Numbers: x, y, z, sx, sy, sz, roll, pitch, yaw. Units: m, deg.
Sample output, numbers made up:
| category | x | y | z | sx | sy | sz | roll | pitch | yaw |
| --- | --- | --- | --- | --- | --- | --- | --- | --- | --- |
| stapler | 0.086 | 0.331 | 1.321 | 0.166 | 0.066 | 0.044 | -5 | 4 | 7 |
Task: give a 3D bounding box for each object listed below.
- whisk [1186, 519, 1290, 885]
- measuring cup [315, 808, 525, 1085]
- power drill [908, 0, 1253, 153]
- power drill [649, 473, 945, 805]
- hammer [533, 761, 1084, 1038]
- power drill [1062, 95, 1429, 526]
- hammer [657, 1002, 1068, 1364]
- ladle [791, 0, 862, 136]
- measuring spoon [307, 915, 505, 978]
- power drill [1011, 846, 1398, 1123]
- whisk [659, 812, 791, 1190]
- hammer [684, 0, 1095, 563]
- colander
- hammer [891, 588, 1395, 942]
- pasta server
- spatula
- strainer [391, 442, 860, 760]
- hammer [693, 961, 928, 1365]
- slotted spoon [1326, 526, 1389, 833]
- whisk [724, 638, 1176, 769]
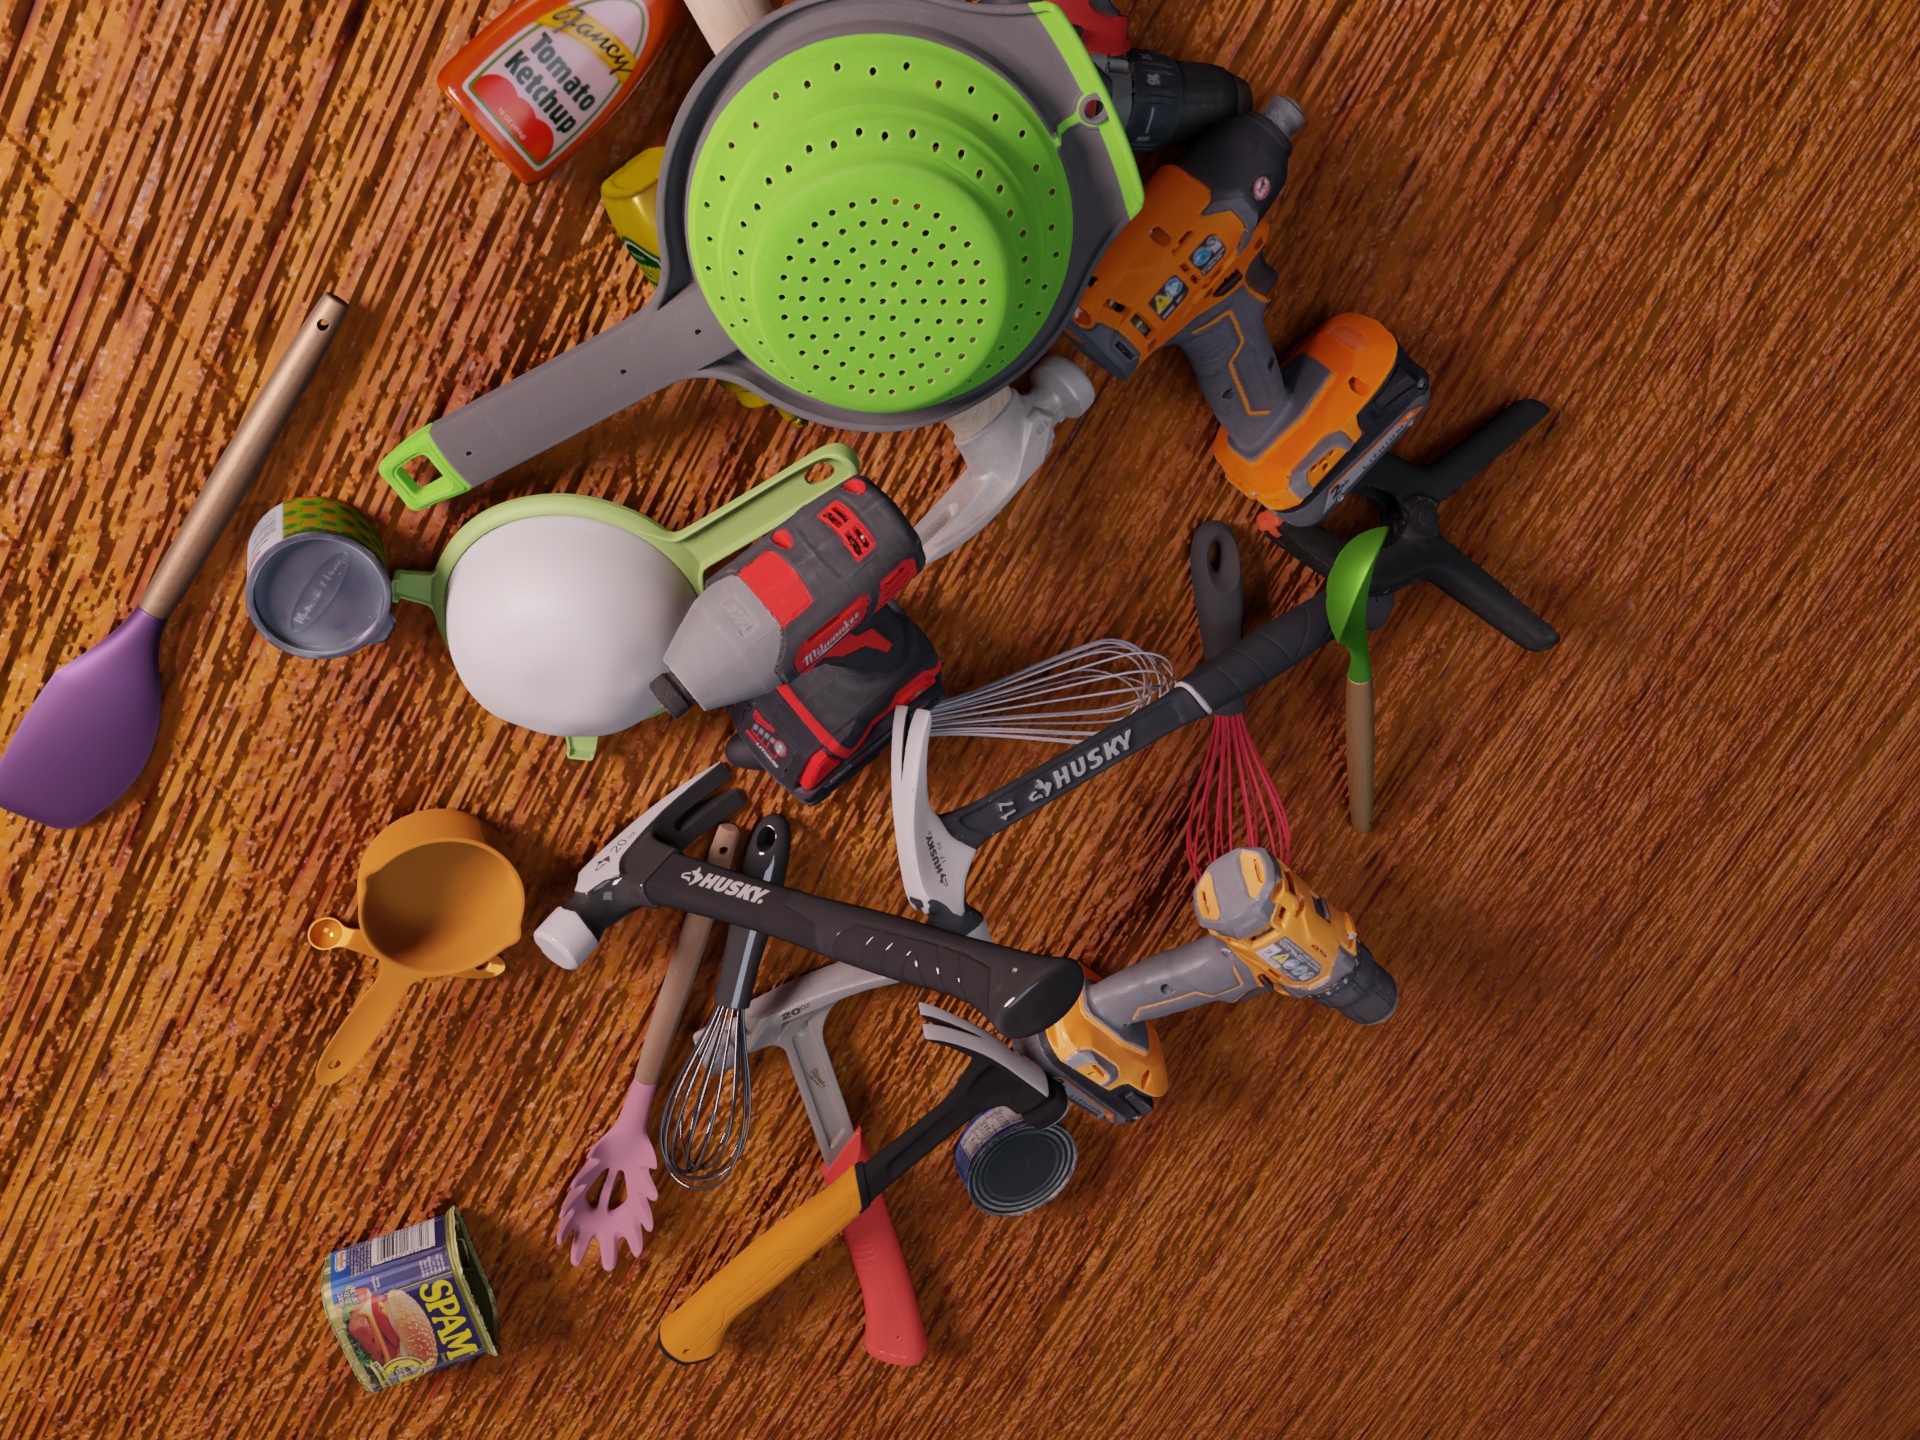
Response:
| category | x | y | z | sx | sy | sz | roll | pitch | yaw |
| --- | --- | --- | --- | --- | --- | --- | --- | --- | --- |
| whisk | 0.178 | 0.010 | 1.048 | 0.073 | 0.073 | 0.295 | -16 | 114 | -15 |
| measuring cup | -0.316 | 0.126 | 0.898 | 0.095 | 0.052 | 0.173 | 30 | 102 | -32 |
| power drill | 0.074 | -0.391 | 0.783 | 0.188 | 0.080 | 0.226 | -5 | 120 | -21 |
| power drill | -0.080 | -0.032 | 0.821 | 0.143 | 0.078 | 0.219 | -40 | 167 | -7 |
| hammer | -0.076 | 0.101 | 0.832 | 0.146 | 0.335 | 0.035 | -50 | 131 | -31 |
| power drill | 0.168 | -0.224 | 0.884 | 0.164 | 0.084 | 0.226 | -48 | 133 | 10 |
| hammer | -0.089 | 0.322 | 1.061 | 0.337 | 0.034 | 0.127 | -43 | 120 | 16 |
| ladle | -0.087 | -0.403 | 0.720 | 0.078 | 0.062 | 0.319 | -25 | 125 | -11 |
| measuring spoon | -0.321 | 0.132 | 0.927 | 0.116 | 0.011 | 0.021 | 19 | 94 | -33 |
| power drill | 0.169 | 0.190 | 1.077 | 0.226 | 0.084 | 0.185 | -35 | 127 | 25 |
| whisk | -0.138 | 0.173 | 0.978 | 0.055 | 0.055 | 0.239 | 12 | 94 | -28 |
| hammer | -0.068 | -0.258 | 0.766 | 0.146 | 0.038 | 0.410 | -49 | 131 | -14 |
| colander | -0.107 | -0.173 | 0.723 | 0.397 | 0.095 | 0.204 | -24 | 126 | 15 |
| hammer | 0.123 | -0.010 | 0.951 | 0.409 | 0.036 | 0.149 | -29 | 113 | -30 |
| pasta server | -0.191 | 0.208 | 1.004 | 0.060 | 0.040 | 0.316 | 15 | 108 | -17 |
| spatula | -0.384 | -0.074 | 0.785 | 0.059 | 0.018 | 0.316 | 29 | 103 | -30 |
| strainer | -0.158 | -0.059 | 0.803 | 0.256 | 0.069 | 0.151 | -27 | 126 | 21 |
| hammer | -0.067 | 0.323 | 1.117 | 0.149 | 0.037 | 0.358 | -21 | 122 | -12 |
| slotted spoon | 0.259 | -0.013 | 1.034 | 0.070 | 0.031 | 0.313 | -60 | 152 | -27 |
| whisk | -0.002 | -0.004 | 0.967 | 0.284 | 0.070 | 0.070 | -9 | 119 | -13 |
